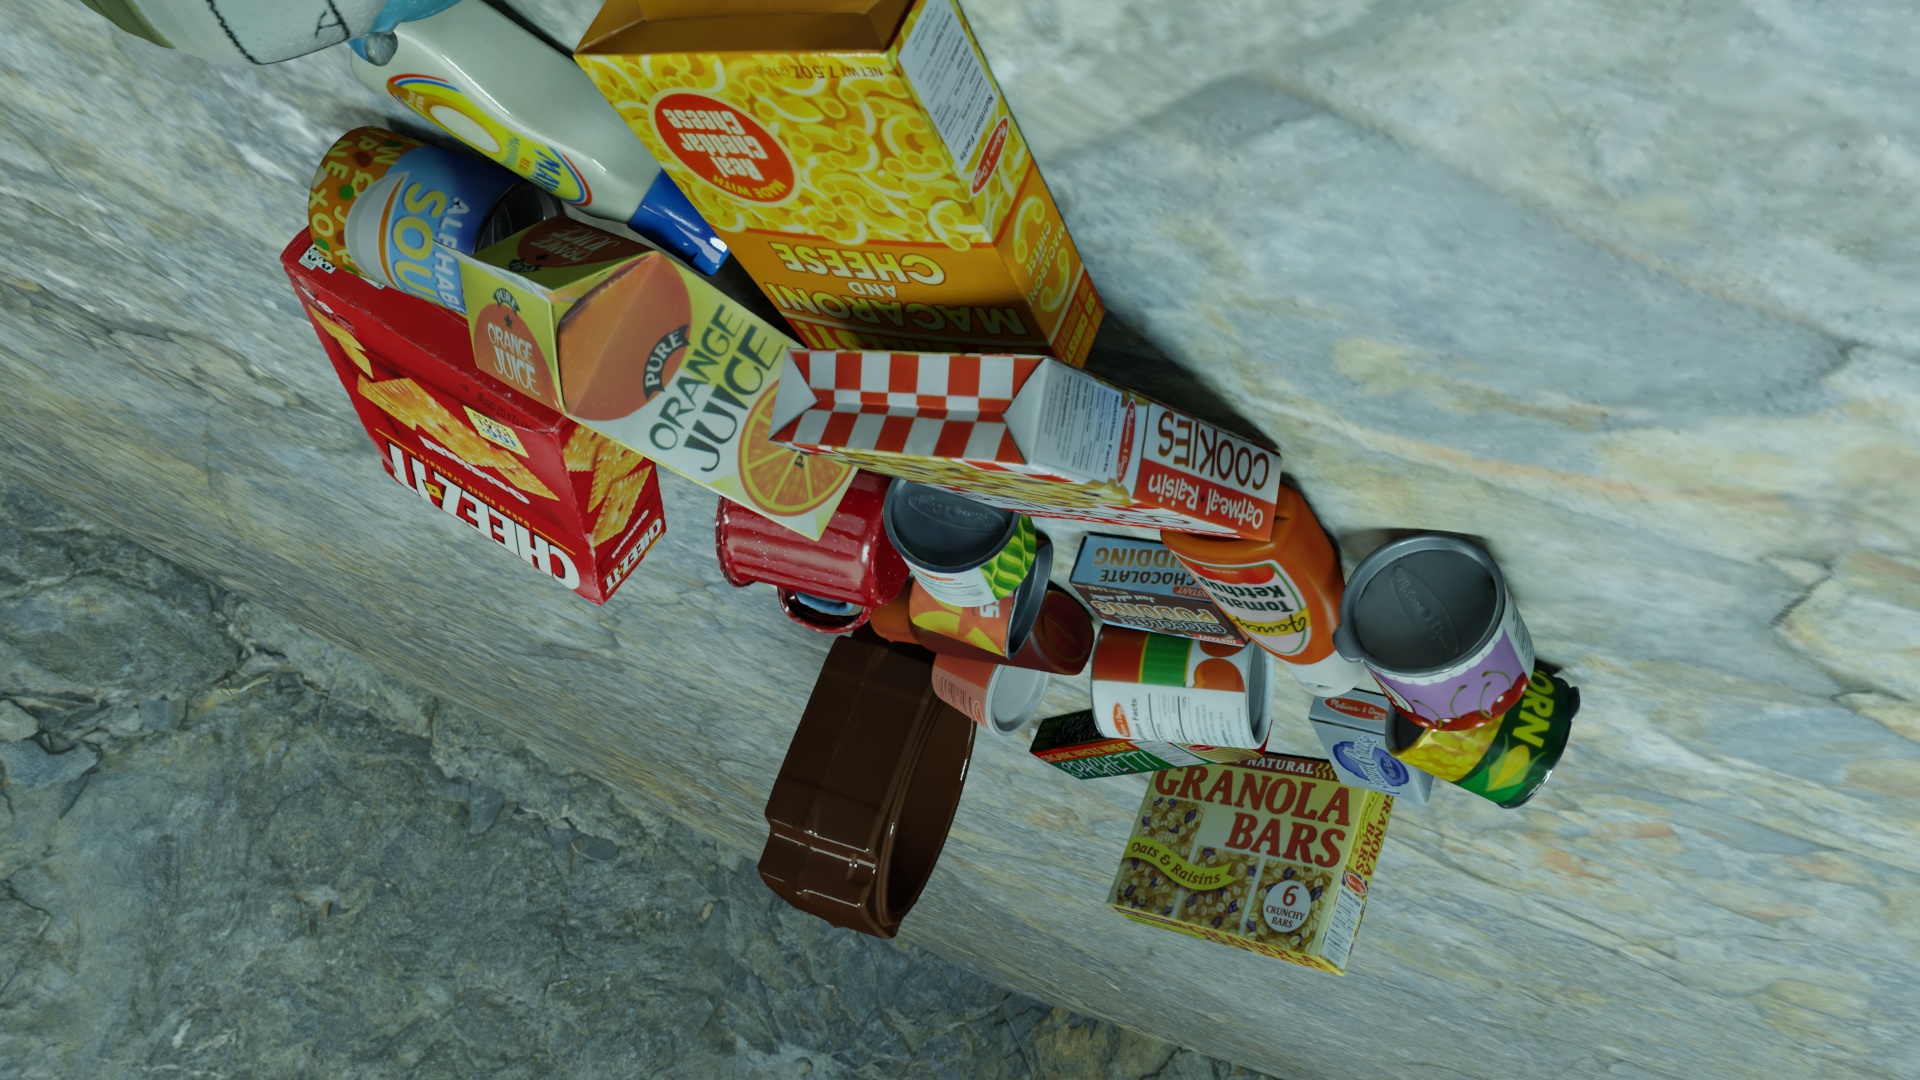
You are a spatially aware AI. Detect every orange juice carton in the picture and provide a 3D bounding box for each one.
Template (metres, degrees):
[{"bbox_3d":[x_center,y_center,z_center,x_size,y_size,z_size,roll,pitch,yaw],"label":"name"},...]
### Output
[{"bbox_3d":[-0.123,-0.072,0.573,0.072,0.073,0.192,27,178,39],"label":"orange juice carton"}]

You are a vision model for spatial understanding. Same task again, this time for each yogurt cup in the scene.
[{"bbox_3d":[0.018,0.086,0.897,0.054,0.072,0.072,20,160,33],"label":"yogurt cup"}]

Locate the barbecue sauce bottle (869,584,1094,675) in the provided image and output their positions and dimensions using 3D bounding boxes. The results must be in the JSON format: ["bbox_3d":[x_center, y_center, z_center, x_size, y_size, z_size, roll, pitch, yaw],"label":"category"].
[{"bbox_3d":[0.007,0.049,0.846,0.148,0.044,0.064,4,152,43],"label":"barbecue sauce bottle"}]

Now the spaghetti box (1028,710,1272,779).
[{"bbox_3d":[0.121,0.136,0.954,0.050,0.029,0.249,29,159,-14],"label":"spaghetti box"}]

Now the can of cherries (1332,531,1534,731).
[{"bbox_3d":[0.197,0.040,0.581,0.071,0.072,0.058,7,154,38],"label":"can of cherries"}]

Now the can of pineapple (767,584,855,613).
[{"bbox_3d":[-0.079,0.003,0.801,0.071,0.058,0.070,20,159,8],"label":"can of pineapple"}]

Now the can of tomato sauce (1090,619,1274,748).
[{"bbox_3d":[0.119,0.073,0.737,0.083,0.071,0.071,1,151,25],"label":"can of tomato sauce"}]

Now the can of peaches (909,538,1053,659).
[{"bbox_3d":[0.011,0.022,0.742,0.058,0.071,0.071,19,159,15],"label":"can of peaches"}]

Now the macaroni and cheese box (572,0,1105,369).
[{"bbox_3d":[-0.034,-0.119,0.480,0.124,0.040,0.166,11,157,30],"label":"macaroni and cheese box"}]

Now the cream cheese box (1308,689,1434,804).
[{"bbox_3d":[0.236,0.117,0.791,0.053,0.024,0.103,11,156,31],"label":"cream cheese box"}]

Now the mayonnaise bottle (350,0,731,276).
[{"bbox_3d":[-0.149,-0.153,0.519,0.148,0.041,0.064,30,162,-19],"label":"mayonnaise bottle"}]

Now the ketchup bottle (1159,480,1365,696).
[{"bbox_3d":[0.147,0.024,0.633,0.064,0.044,0.148,6,154,38],"label":"ketchup bottle"}]

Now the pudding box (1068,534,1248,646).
[{"bbox_3d":[0.103,0.025,0.701,0.083,0.030,0.049,8,155,36],"label":"pudding box"}]

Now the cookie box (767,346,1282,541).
[{"bbox_3d":[0.031,-0.036,0.534,0.123,0.040,0.167,8,177,40],"label":"cookie box"}]

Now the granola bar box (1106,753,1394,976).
[{"bbox_3d":[0.188,0.202,0.907,0.165,0.124,0.039,0,149,47],"label":"granola bar box"}]

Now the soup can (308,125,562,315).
[{"bbox_3d":[-0.229,-0.136,0.605,0.084,0.071,0.071,20,159,10],"label":"soup can"}]

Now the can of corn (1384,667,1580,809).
[{"bbox_3d":[0.239,0.080,0.642,0.058,0.071,0.071,24,159,0],"label":"can of corn"}]

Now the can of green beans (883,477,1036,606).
[{"bbox_3d":[0.001,-0.007,0.676,0.071,0.071,0.057,17,164,16],"label":"can of green beans"}]
